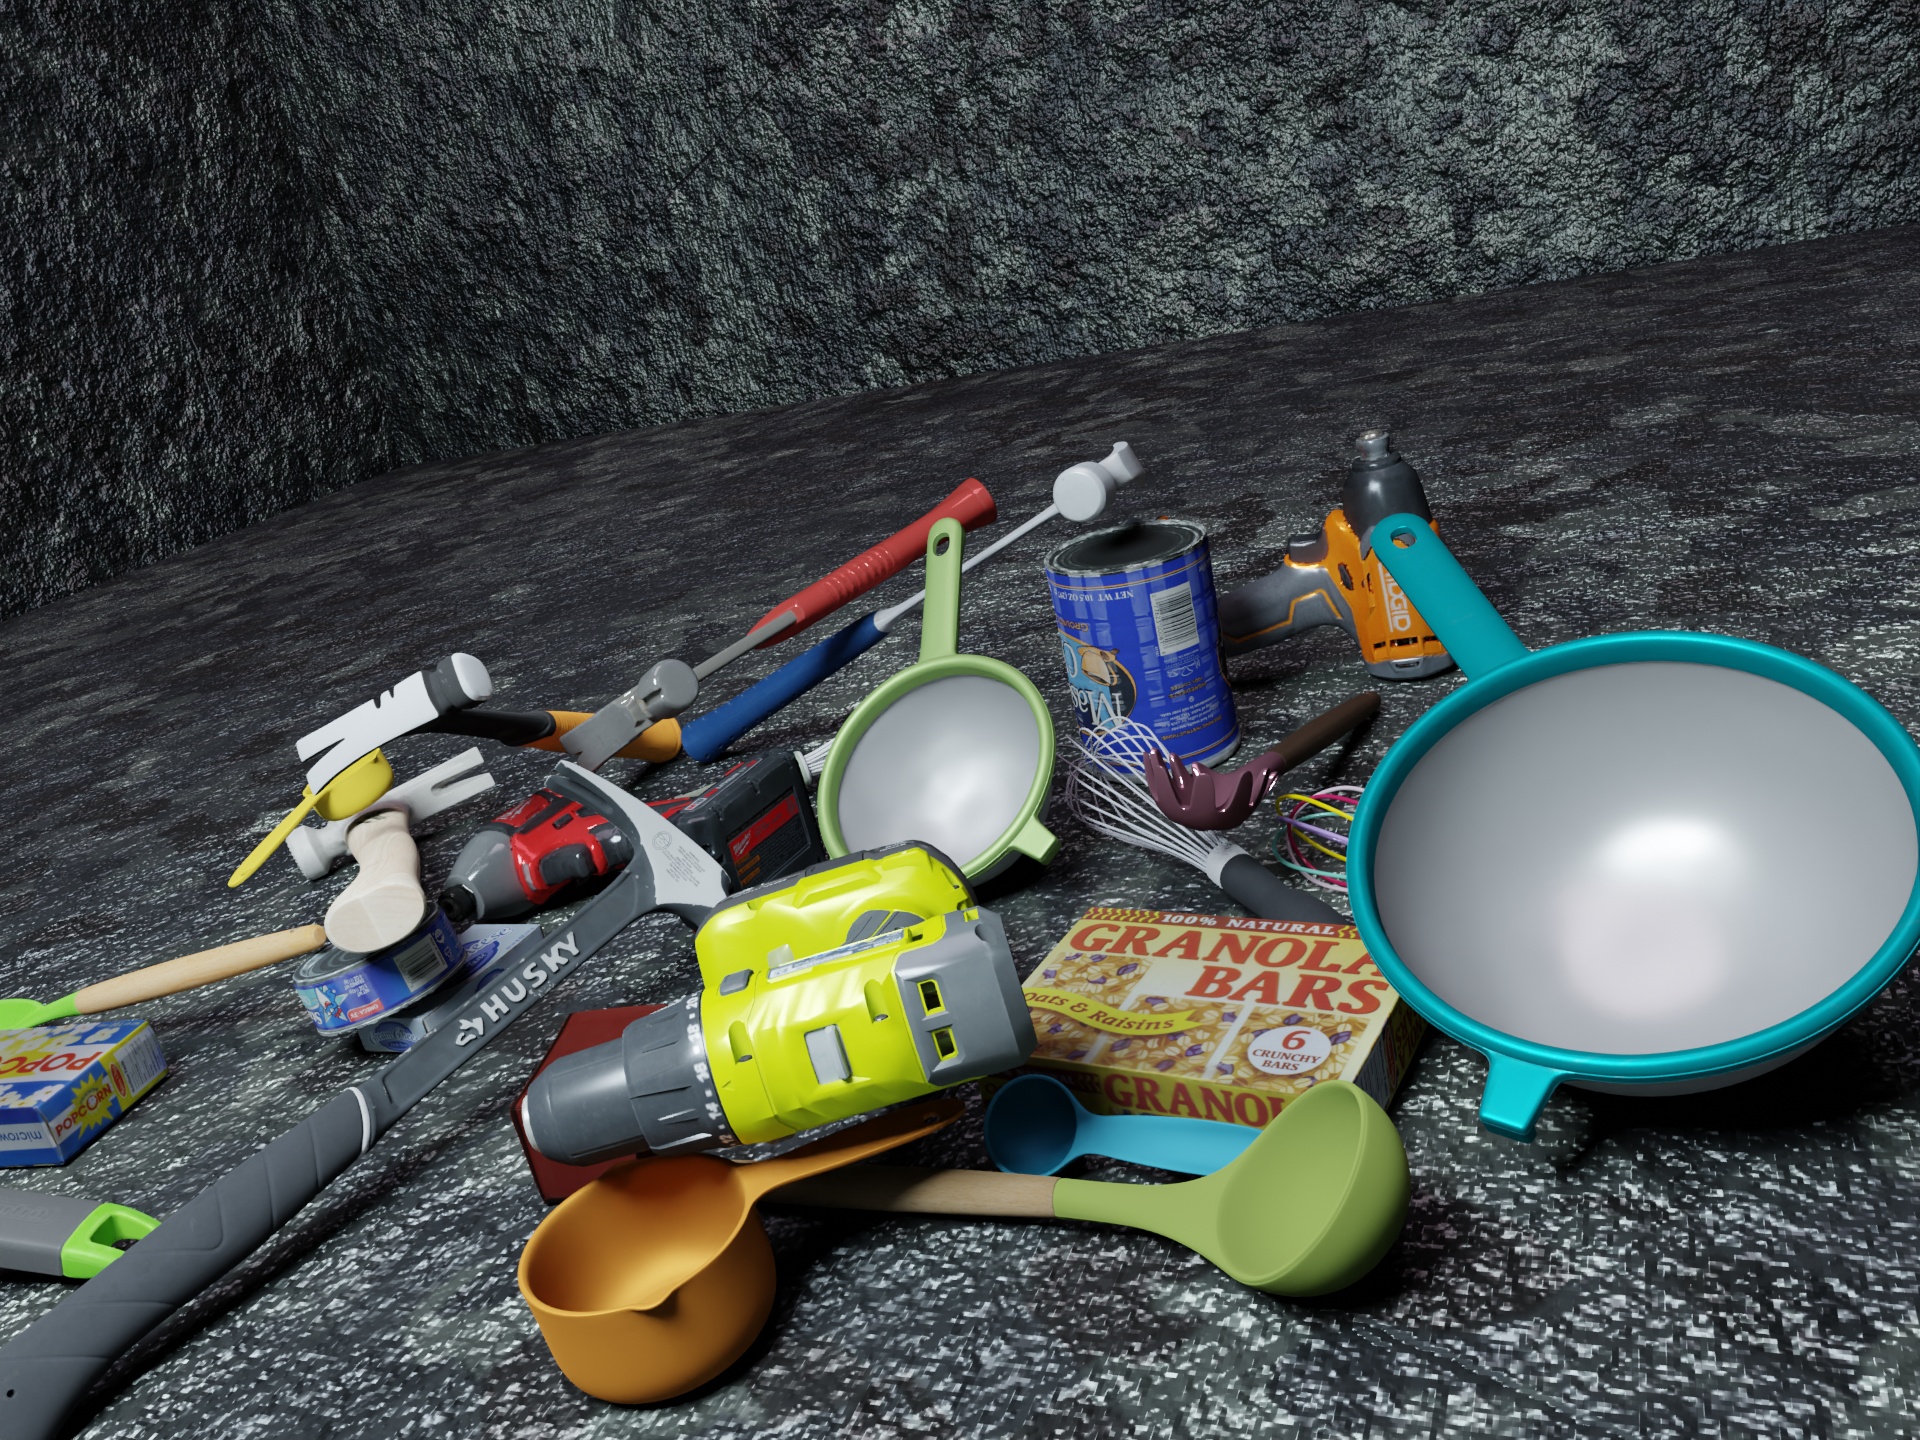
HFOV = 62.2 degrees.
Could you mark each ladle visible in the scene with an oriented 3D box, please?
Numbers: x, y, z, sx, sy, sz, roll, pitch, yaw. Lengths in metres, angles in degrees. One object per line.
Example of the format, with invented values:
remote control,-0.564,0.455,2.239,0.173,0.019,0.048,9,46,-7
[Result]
ladle,0.010,0.173,0.604,0.320,0.062,0.078,-6,36,27

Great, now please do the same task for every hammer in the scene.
hammer,-0.283,0.011,1.061,0.127,0.034,0.336,-27,-11,14
hammer,-0.345,0.077,0.979,0.146,0.038,0.411,-28,13,-17
hammer,-0.102,-0.075,1.066,0.359,0.036,0.149,-37,6,-39
hammer,-0.042,-0.074,1.098,0.405,0.035,0.144,-30,5,30
hammer,-0.263,0.166,0.727,0.409,0.149,0.036,-41,-2,-42

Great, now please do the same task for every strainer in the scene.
strainer,0.257,0.031,0.679,0.211,0.095,0.341,-25,38,8
strainer,-0.001,-0.003,0.944,0.151,0.069,0.257,-14,55,24

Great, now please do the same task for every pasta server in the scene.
pasta server,0.183,0.011,0.880,0.060,0.040,0.316,10,16,29

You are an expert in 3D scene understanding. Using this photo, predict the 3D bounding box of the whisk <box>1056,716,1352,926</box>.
whisk,0.126,0.064,0.835,0.070,0.070,0.285,-19,26,-16

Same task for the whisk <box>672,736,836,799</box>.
whisk,-0.100,0.028,1.084,0.246,0.057,0.059,-21,51,-11

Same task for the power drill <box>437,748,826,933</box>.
power drill,-0.206,0.080,0.967,0.220,0.078,0.143,-5,20,30

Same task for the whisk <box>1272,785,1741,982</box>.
whisk,0.241,0.075,0.745,0.051,0.047,0.245,-24,26,-32

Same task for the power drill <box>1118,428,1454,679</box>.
power drill,0.209,-0.101,1.073,0.226,0.164,0.084,-6,21,23

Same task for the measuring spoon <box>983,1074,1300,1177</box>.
measuring spoon,0.071,0.167,0.626,0.128,0.021,0.042,1,67,24

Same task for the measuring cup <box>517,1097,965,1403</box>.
measuring cup,-0.073,0.194,0.595,0.173,0.052,0.095,-19,20,-14

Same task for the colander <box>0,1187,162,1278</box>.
colander,-0.558,0.246,0.735,0.397,0.094,0.205,7,21,3

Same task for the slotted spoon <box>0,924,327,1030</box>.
slotted spoon,-0.490,0.159,0.921,0.314,0.031,0.070,-16,17,20

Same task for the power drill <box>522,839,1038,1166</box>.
power drill,-0.070,0.119,0.675,0.190,0.080,0.228,-17,4,0

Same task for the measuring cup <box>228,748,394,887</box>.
measuring cup,-0.418,0.069,1.026,0.062,0.029,0.157,-19,24,23
